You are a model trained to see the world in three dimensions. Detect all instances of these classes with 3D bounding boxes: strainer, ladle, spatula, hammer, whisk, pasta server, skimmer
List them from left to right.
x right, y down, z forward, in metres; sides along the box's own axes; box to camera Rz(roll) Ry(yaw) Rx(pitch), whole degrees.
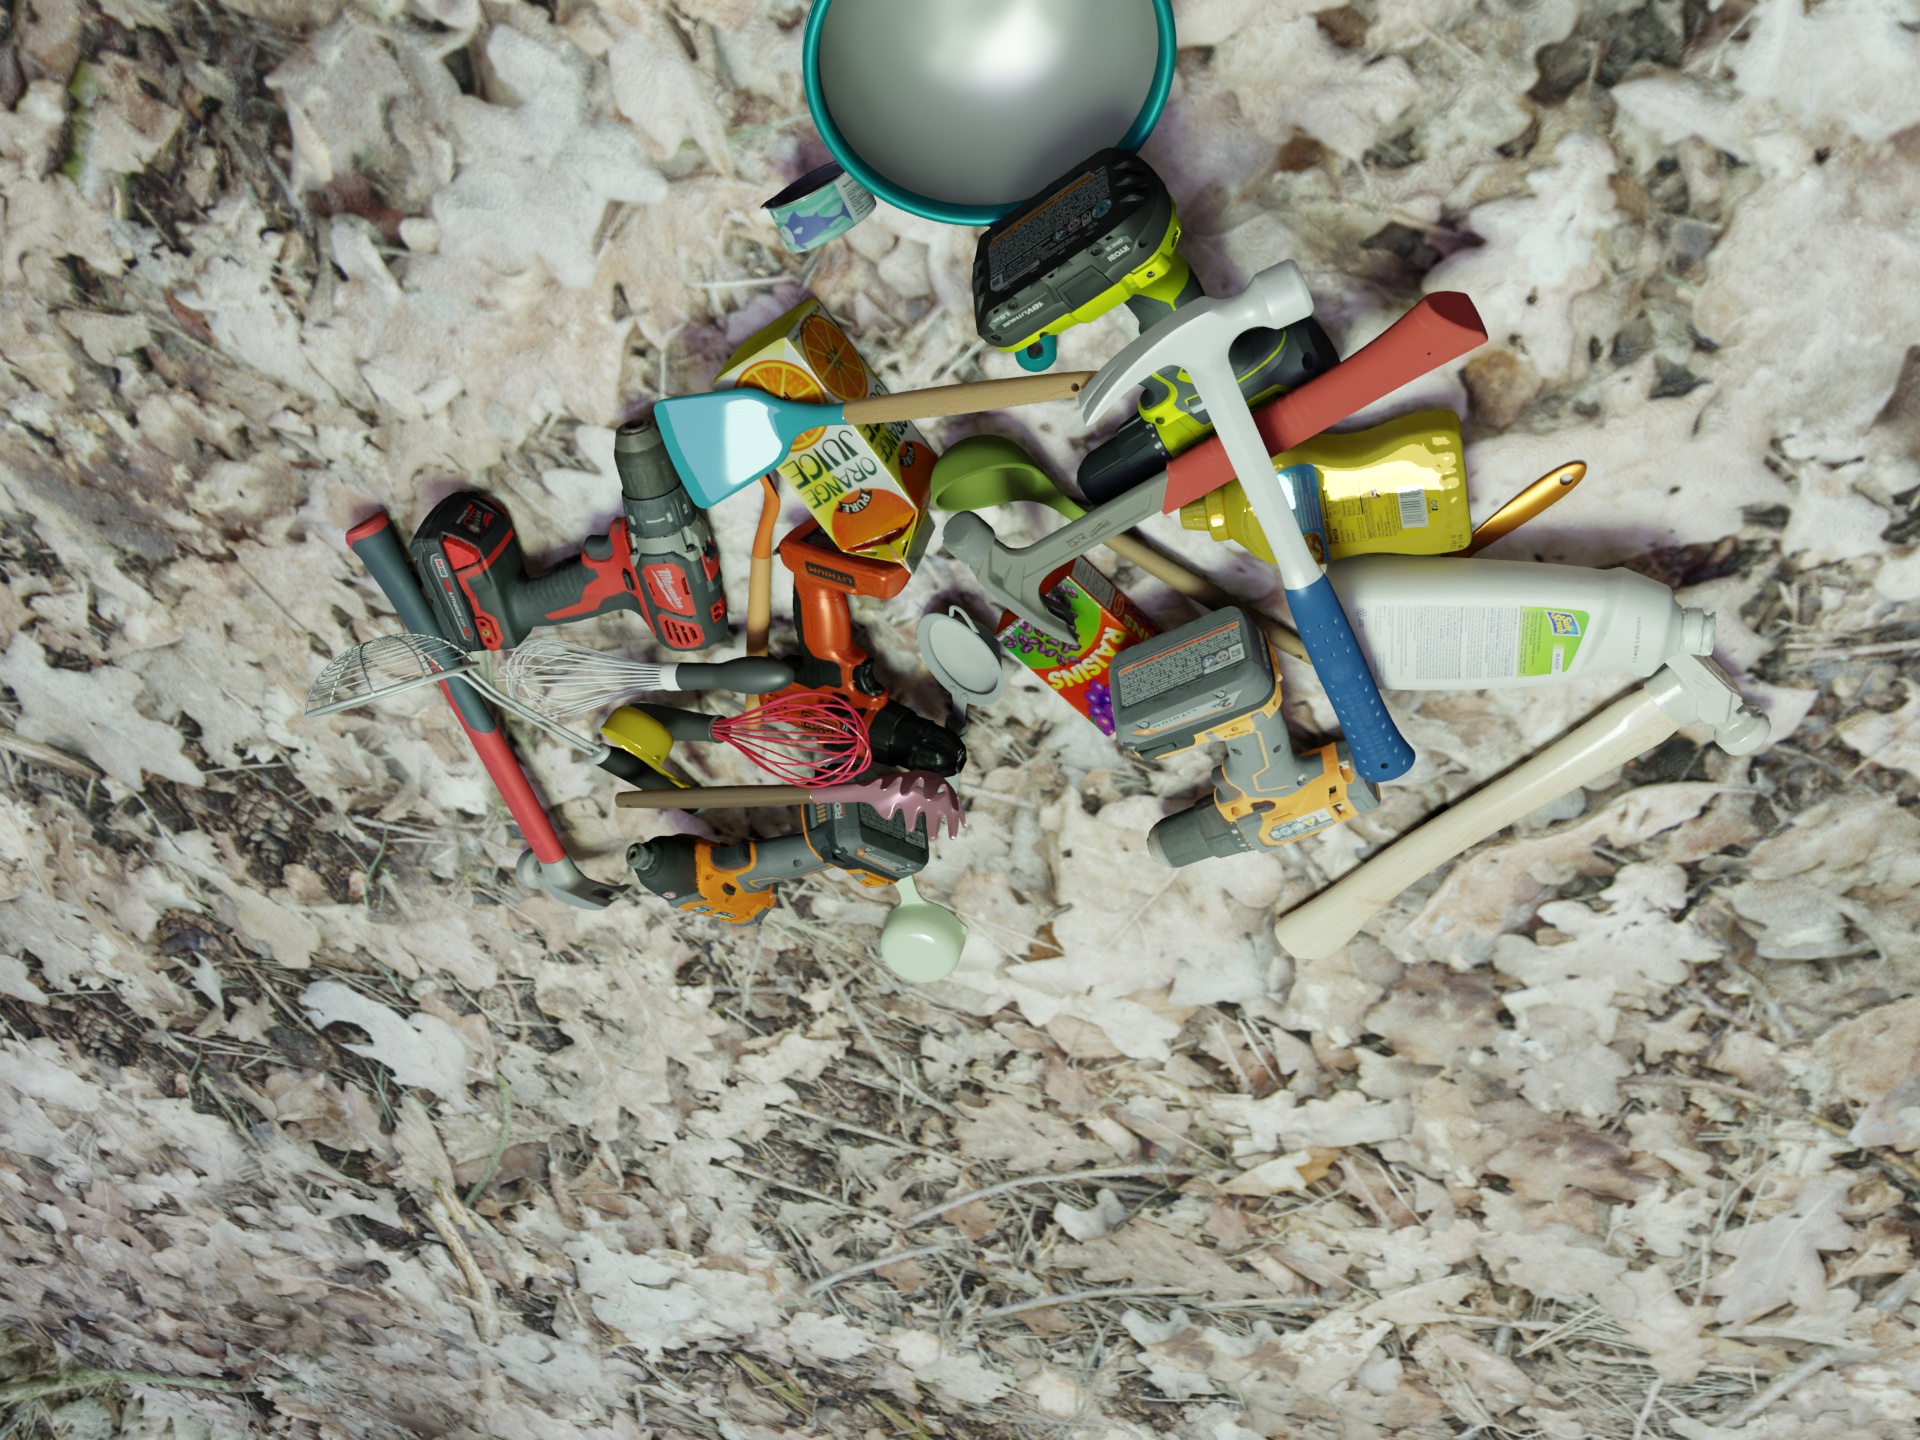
[{"bbox_3d":[-0.405,0.000,1.356,0.143,0.038,0.386,9,130,43],"label":"hammer"},{"bbox_3d":[-0.341,0.028,1.268,0.127,0.090,0.362,-14,147,36],"label":"skimmer"},{"bbox_3d":[-0.255,-0.035,1.280,0.285,0.070,0.070,0,127,25],"label":"whisk"},{"bbox_3d":[-0.179,0.009,1.266,0.296,0.073,0.073,5,132,42],"label":"whisk"},{"bbox_3d":[-0.164,-0.110,1.229,0.041,0.081,0.322,-8,135,-18],"label":"spatula"},{"bbox_3d":[-0.140,0.065,1.250,0.316,0.040,0.060,-3,142,23],"label":"pasta server"},{"bbox_3d":[-0.055,-0.194,1.023,0.317,0.044,0.082,-1,124,32],"label":"spatula"},{"bbox_3d":[-0.002,-0.004,1.272,0.087,0.050,0.258,34,139,23],"label":"strainer"},{"bbox_3d":[0.024,-0.365,0.971,0.211,0.095,0.340,-8,146,6],"label":"strainer"},{"bbox_3d":[0.123,-0.112,1.148,0.320,0.062,0.078,29,155,-12],"label":"ladle"},{"bbox_3d":[0.169,-0.162,1.028,0.359,0.037,0.149,-27,141,28],"label":"hammer"},{"bbox_3d":[0.210,-0.097,1.019,0.144,0.035,0.405,-22,130,15],"label":"hammer"},{"bbox_3d":[0.394,0.068,1.225,0.146,0.038,0.410,39,126,-13],"label":"hammer"}]

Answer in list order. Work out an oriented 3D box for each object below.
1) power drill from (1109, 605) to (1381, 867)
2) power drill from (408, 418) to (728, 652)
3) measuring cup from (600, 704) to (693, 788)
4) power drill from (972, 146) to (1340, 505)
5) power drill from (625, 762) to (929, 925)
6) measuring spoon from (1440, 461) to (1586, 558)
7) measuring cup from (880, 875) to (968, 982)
[{"bbox_3d":[0.190,0.029,1.191,0.185,0.084,0.226,-23,136,23],"label":"power drill"},{"bbox_3d":[-0.301,-0.138,1.228,0.227,0.080,0.187,-2,126,12],"label":"power drill"},{"bbox_3d":[-0.238,0.031,1.307,0.062,0.029,0.156,22,166,30],"label":"measuring cup"},{"bbox_3d":[0.110,-0.233,1.012,0.190,0.080,0.228,-27,139,29],"label":"power drill"},{"bbox_3d":[-0.159,0.109,1.336,0.226,0.084,0.164,-20,153,27],"label":"power drill"},{"bbox_3d":[0.378,-0.138,1.088,0.021,0.011,0.117,39,126,-16],"label":"measuring spoon"},{"bbox_3d":[-0.049,0.168,1.413,0.083,0.038,0.167,-7,125,19],"label":"measuring cup"}]
